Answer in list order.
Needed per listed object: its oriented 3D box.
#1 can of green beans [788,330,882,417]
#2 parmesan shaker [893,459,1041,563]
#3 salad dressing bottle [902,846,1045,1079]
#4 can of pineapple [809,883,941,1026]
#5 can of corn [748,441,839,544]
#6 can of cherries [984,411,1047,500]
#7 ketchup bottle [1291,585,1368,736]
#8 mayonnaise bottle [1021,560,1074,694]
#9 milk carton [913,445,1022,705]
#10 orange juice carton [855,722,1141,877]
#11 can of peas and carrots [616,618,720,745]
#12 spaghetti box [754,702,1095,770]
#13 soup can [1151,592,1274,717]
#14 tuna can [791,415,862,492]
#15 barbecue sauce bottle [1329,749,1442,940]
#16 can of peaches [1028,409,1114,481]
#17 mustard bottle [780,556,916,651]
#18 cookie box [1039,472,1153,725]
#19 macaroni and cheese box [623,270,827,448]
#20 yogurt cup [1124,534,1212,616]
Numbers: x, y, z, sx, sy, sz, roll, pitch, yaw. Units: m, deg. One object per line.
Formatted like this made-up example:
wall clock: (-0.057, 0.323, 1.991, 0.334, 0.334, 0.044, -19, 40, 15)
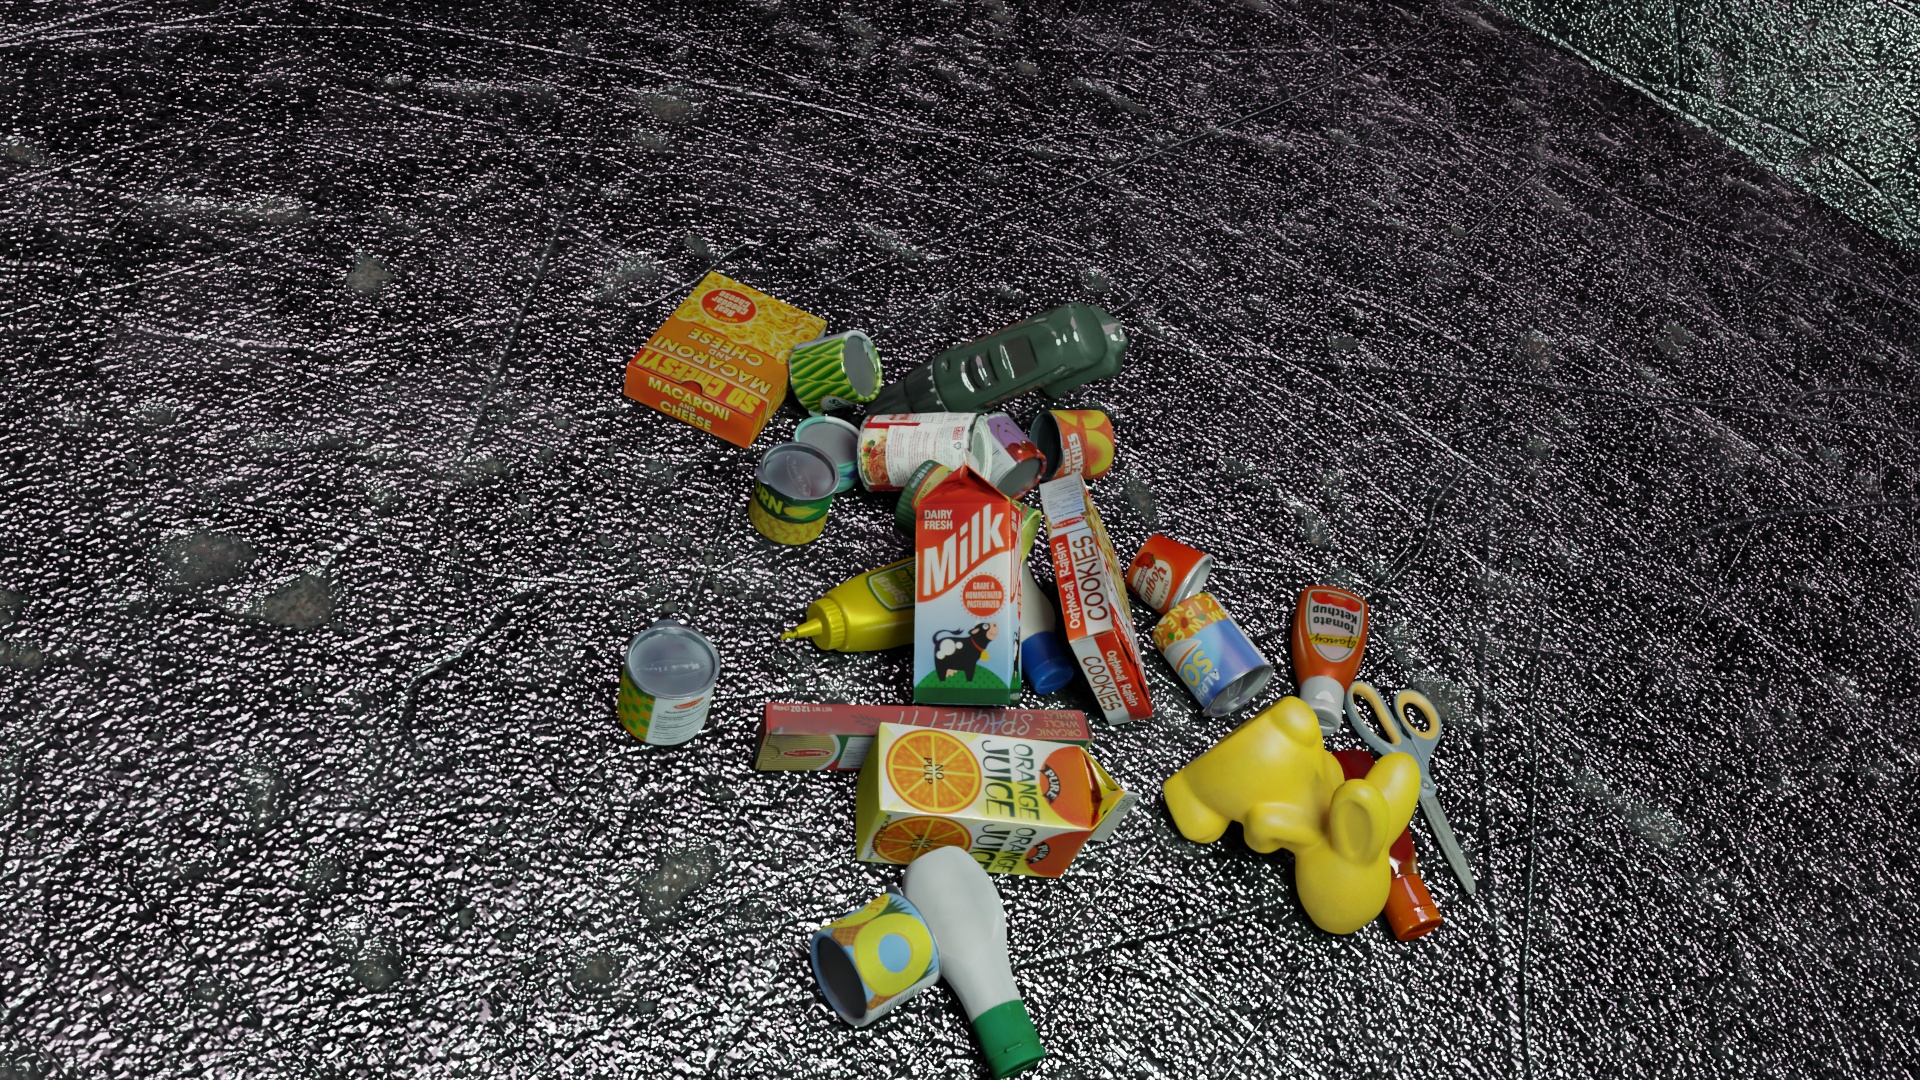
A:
can of green beans: (-0.112, -0.152, 1.252, 0.058, 0.071, 0.071, -9, 34, 29)
parmesan shaker: (0.004, -0.014, 1.128, 0.103, 0.071, 0.072, 26, 43, 14)
salad dressing bottle: (0.009, 0.277, 0.916, 0.064, 0.043, 0.148, -21, 59, -9)
can of pineapple: (-0.055, 0.265, 0.886, 0.058, 0.070, 0.071, -20, 58, -35)
can of corn: (-0.141, -0.038, 1.151, 0.071, 0.058, 0.071, 12, 45, -12)
can of cherries: (0.037, -0.073, 1.251, 0.072, 0.071, 0.058, -21, 59, -36)
ketchup bottle: (0.318, 0.104, 1.209, 0.065, 0.043, 0.150, 15, 44, 8)
mayonnaise bottle: (0.044, 0.058, 1.147, 0.065, 0.041, 0.148, -12, 55, -26)
milk carton: (0.007, 0.028, 1.050, 0.073, 0.072, 0.190, 0, 83, 9)
orange juice carton: (0.027, 0.189, 0.990, 0.193, 0.071, 0.073, 9, 46, -14)
can of peas and carrots: (-0.209, 0.101, 0.988, 0.071, 0.058, 0.071, 12, 44, -11)
spaghetti box: (-0.025, 0.147, 1.025, 0.250, 0.049, 0.029, 4, 48, -19)
soup can: (0.207, 0.096, 1.158, 0.071, 0.071, 0.084, -15, 54, -33)
tuna can: (-0.118, -0.075, 1.214, 0.071, 0.032, 0.071, 12, 44, -12)
barbecue sauce bottle: (0.324, 0.236, 1.085, 0.065, 0.043, 0.149, -2, 49, -23)
can of peaches: (0.104, -0.088, 1.291, 0.058, 0.070, 0.071, -2, 49, -25)
mustard bottle: (-0.068, 0.056, 1.096, 0.161, 0.048, 0.065, -15, 53, -33)
cookie box: (0.111, 0.047, 1.125, 0.040, 0.122, 0.168, -18, 47, 11)
macaroni and cheese box: (-0.211, -0.168, 1.261, 0.124, 0.040, 0.167, 24, 43, 2)
yogurt cup: (0.180, 0.030, 1.212, 0.054, 0.072, 0.073, 31, 44, 20)
